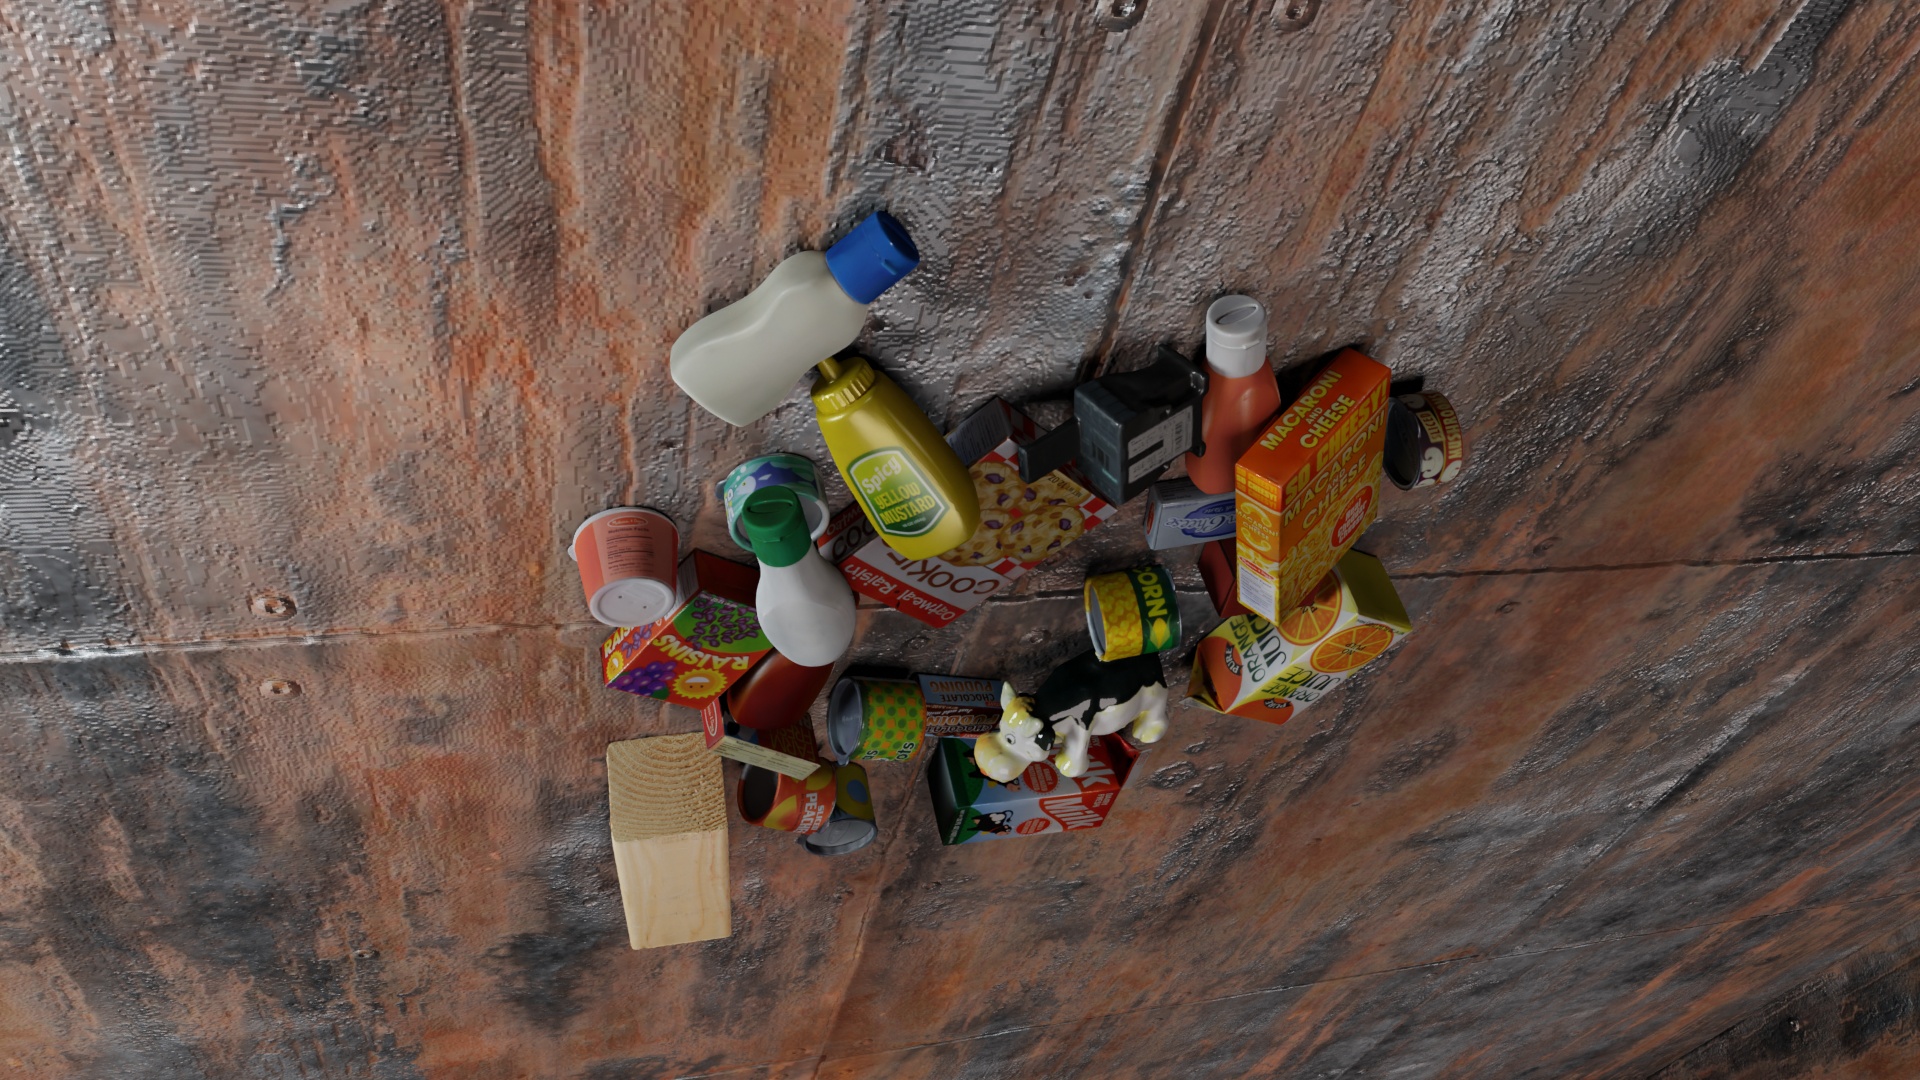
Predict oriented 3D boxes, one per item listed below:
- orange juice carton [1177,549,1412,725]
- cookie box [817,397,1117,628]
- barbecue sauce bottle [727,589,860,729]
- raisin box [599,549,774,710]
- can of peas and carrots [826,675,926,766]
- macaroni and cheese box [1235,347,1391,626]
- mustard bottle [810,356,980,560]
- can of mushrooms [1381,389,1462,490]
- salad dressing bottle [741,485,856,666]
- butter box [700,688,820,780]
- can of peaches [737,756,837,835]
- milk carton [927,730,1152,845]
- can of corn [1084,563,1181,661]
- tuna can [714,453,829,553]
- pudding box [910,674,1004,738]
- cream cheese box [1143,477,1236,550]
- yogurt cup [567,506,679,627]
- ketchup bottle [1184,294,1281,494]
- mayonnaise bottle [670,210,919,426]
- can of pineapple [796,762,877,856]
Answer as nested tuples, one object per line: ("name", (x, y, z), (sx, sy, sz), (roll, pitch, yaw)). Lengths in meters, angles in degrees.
("orange juice carton", (0.267, 0.090, 1.146), (0.072, 0.073, 0.191), (16, 134, -35))
("cookie box", (0.003, -0.012, 0.945), (0.167, 0.040, 0.123), (-35, 139, 25))
("barbecue sauce bottle", (-0.119, 0.083, 1.021), (0.065, 0.044, 0.147), (1, 140, -34))
("raisin box", (-0.185, 0.065, 0.979), (0.086, 0.040, 0.123), (21, 129, -40))
("can of peas and carrots", (-0.066, 0.143, 1.096), (0.059, 0.071, 0.070), (7, 138, -28))
("macaroni and cheese box", (0.240, -0.034, 0.954), (0.124, 0.040, 0.165), (-44, 148, -19))
("mustard bottle", (-0.049, -0.060, 0.836), (0.065, 0.049, 0.159), (-23, 120, 23))
("can of mushrooms", (0.317, -0.070, 0.959), (0.033, 0.071, 0.070), (-11, 143, -7))
("salad dressing bottle", (-0.106, 0.024, 0.893), (0.064, 0.044, 0.147), (-6, 142, 4))
("butter box", (-0.157, 0.150, 1.087), (0.024, 0.053, 0.103), (-38, 138, 24))
("can of peaches", (-0.144, 0.209, 1.154), (0.058, 0.071, 0.071), (21, 130, -37))
("milk carton", (0.074, 0.213, 1.235), (0.191, 0.074, 0.072), (-3, 141, -17))
("can of corn", (0.130, 0.053, 1.054), (0.058, 0.071, 0.070), (-10, 143, -6))
("tuna can", (-0.121, -0.022, 0.893), (0.071, 0.033, 0.070), (-10, 143, -8))
("pudding box", (-0.008, 0.138, 1.144), (0.084, 0.030, 0.049), (8, 138, -28))
("cream cheese box", (0.188, -0.025, 1.008), (0.104, 0.024, 0.053), (-10, 143, -8))
("yogurt cup", (-0.214, 0.019, 0.896), (0.072, 0.054, 0.072), (-11, 143, -8))
("ketchup bottle", (0.177, -0.093, 0.898), (0.065, 0.044, 0.148), (-24, 144, -8))
("mayonnaise bottle", (-0.089, -0.124, 0.766), (0.147, 0.041, 0.064), (-34, 133, 21))
("can of pineapple", (-0.110, 0.234, 1.208), (0.071, 0.058, 0.070), (-10, 143, -8))
